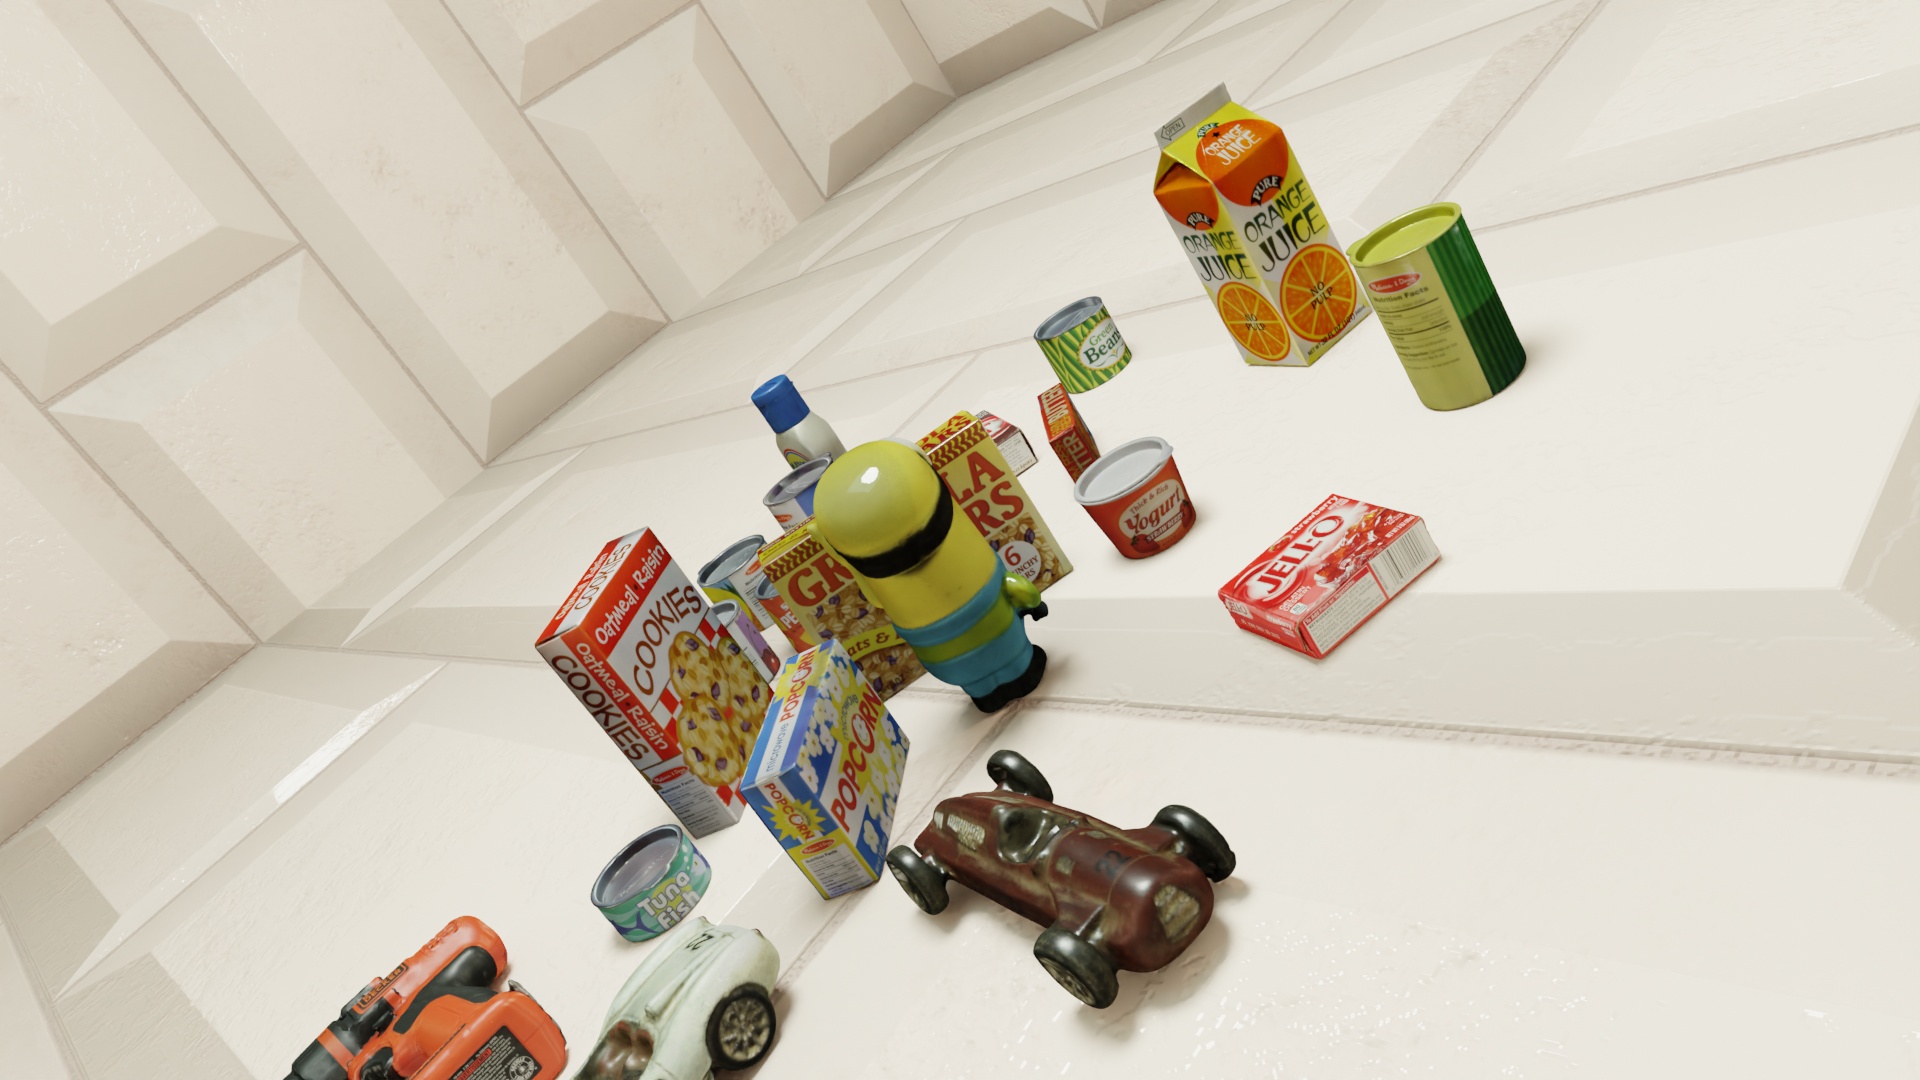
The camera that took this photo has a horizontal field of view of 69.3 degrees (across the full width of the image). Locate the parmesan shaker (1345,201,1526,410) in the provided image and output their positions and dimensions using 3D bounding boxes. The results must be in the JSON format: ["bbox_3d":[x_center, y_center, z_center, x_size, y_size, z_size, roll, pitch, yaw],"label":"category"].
[{"bbox_3d":[0.278,-0.136,0.814,0.071,0.103,0.071,-29,21,13],"label":"parmesan shaker"}]

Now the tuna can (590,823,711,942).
[{"bbox_3d":[-0.184,0.205,0.831,0.071,0.032,0.071,-29,22,13],"label":"tuna can"}]

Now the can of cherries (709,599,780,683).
[{"bbox_3d":[-0.178,0.086,1.045,0.071,0.058,0.072,-29,22,13],"label":"can of cherries"}]

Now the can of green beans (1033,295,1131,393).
[{"bbox_3d":[0.105,-0.167,1.190,0.071,0.057,0.071,-29,22,13],"label":"can of green beans"}]

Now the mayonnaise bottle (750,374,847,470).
[{"bbox_3d":[-0.123,-0.072,1.184,0.041,0.147,0.064,-45,24,-27],"label":"mayonnaise bottle"}]

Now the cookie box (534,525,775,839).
[{"bbox_3d":[-0.190,0.090,0.903,0.040,0.167,0.123,-25,22,21],"label":"cookie box"}]

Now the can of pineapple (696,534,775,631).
[{"bbox_3d":[-0.175,0.037,1.147,0.071,0.057,0.071,-29,22,13],"label":"can of pineapple"}]

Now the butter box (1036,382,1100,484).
[{"bbox_3d":[0.083,-0.076,1.032,0.024,0.053,0.104,-30,21,11],"label":"butter box"}]

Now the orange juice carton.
[{"bbox_3d":[0.204,-0.221,0.978,0.072,0.192,0.073,-40,22,-16],"label":"orange juice carton"}]

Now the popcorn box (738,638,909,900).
[{"bbox_3d":[-0.073,0.125,0.775,0.038,0.085,0.127,-26,22,18],"label":"popcorn box"}]

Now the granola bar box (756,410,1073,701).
[{"bbox_3d":[-0.029,0.013,0.900,0.166,0.124,0.039,-35,21,-3],"label":"granola bar box"}]

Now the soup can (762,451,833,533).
[{"bbox_3d":[-0.109,-0.018,1.137,0.071,0.083,0.071,-29,21,13],"label":"soup can"}]

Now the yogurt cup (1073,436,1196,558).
[{"bbox_3d":[0.113,-0.025,0.878,0.072,0.054,0.073,-29,22,13],"label":"yogurt cup"}]

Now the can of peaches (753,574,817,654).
[{"bbox_3d":[-0.111,0.045,1.040,0.071,0.058,0.071,-29,22,13],"label":"can of peaches"}]
